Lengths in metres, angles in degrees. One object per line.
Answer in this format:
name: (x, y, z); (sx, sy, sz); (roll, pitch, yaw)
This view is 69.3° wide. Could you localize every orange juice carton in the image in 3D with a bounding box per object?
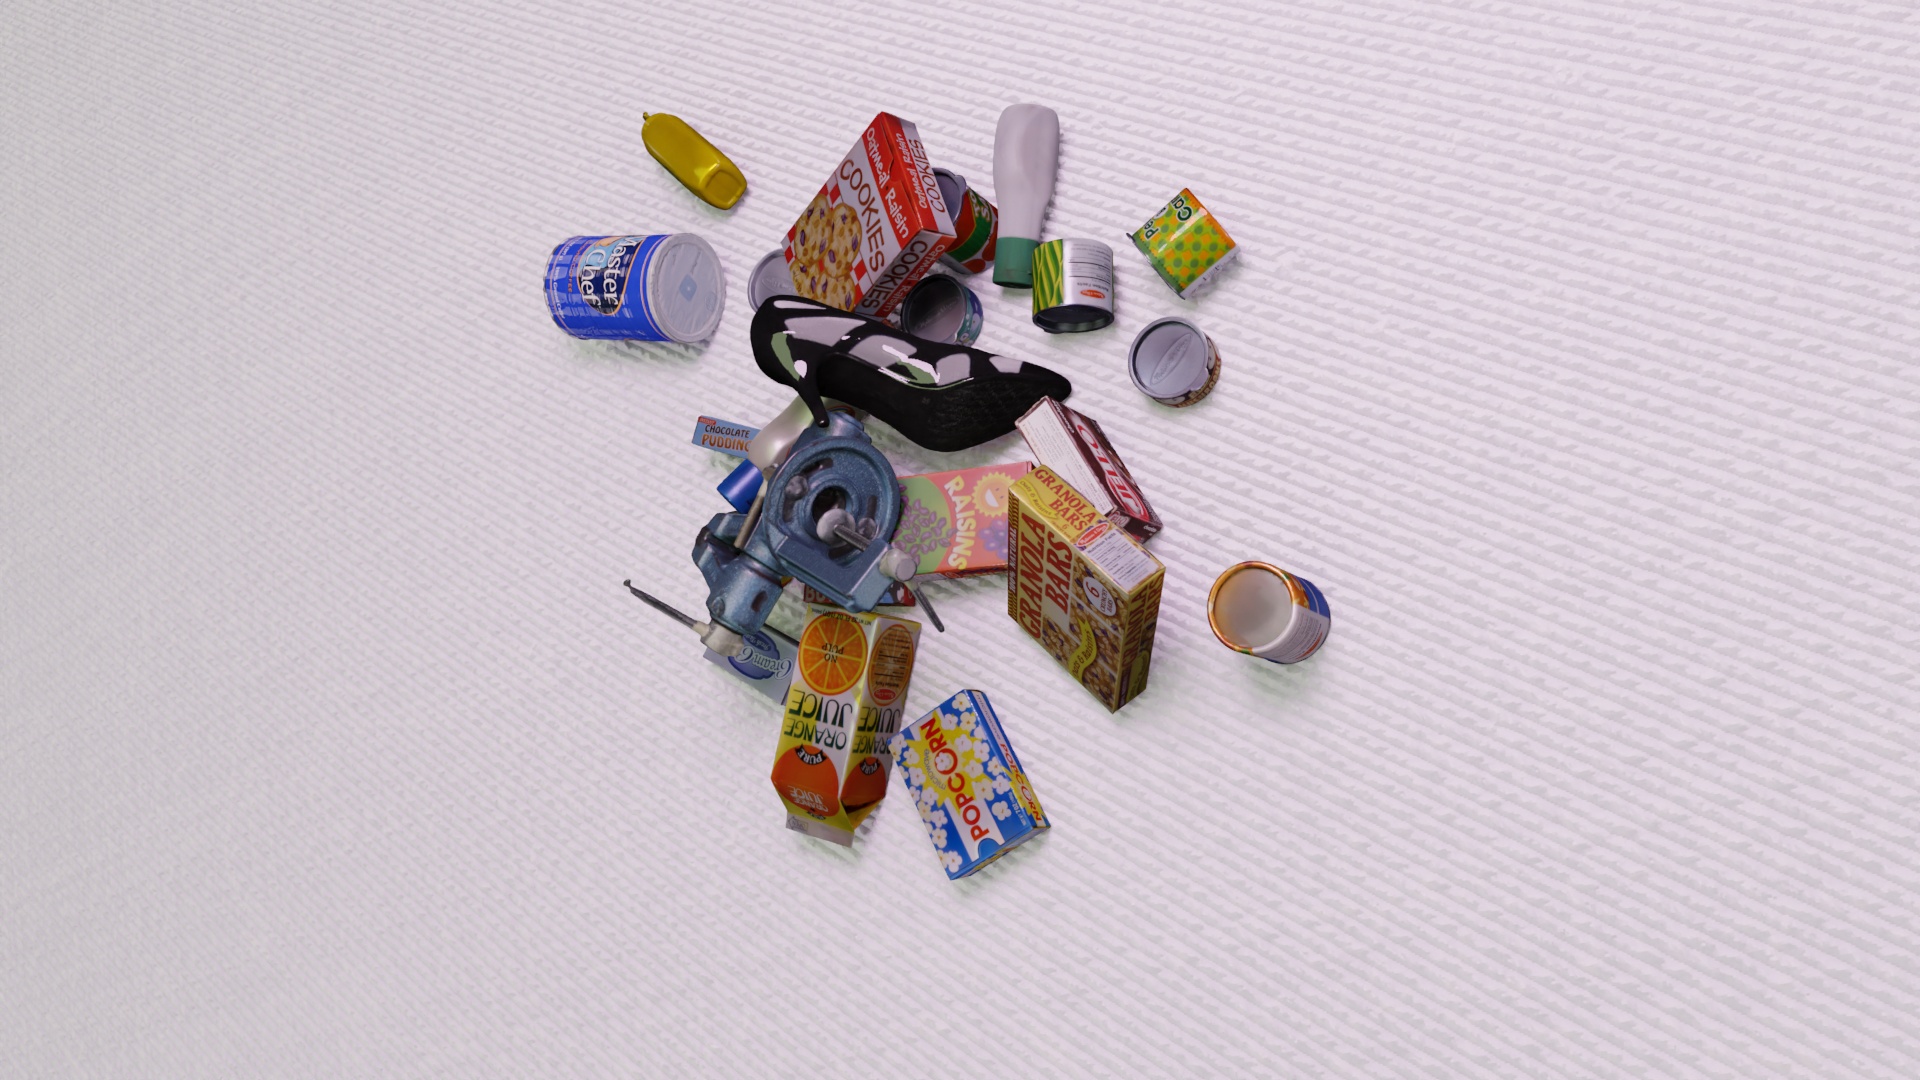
orange juice carton: (-0.098, 0.152, 1.152); (0.072, 0.073, 0.192); (10, 86, 30)

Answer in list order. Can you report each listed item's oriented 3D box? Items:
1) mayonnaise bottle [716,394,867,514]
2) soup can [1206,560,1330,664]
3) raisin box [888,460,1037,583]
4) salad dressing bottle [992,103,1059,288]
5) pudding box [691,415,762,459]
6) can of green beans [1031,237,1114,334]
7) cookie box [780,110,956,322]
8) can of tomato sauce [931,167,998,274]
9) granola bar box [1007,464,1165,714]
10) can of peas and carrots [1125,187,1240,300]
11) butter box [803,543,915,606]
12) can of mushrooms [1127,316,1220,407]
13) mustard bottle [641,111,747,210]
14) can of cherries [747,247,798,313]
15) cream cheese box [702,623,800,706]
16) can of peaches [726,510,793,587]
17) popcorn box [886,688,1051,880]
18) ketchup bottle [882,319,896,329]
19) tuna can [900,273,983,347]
mayonnaise bottle: (-0.147, -0.084, 1.207); (0.148, 0.064, 0.041); (-45, 62, -8)
soup can: (0.218, 0.050, 0.989); (0.071, 0.084, 0.071); (-6, 78, 29)
raisin box: (0.004, -0.014, 1.133); (0.123, 0.040, 0.086); (-6, 76, 15)
salad dressing bottle: (0.052, -0.287, 1.163); (0.044, 0.064, 0.147); (7, 91, 38)
pudding box: (-0.197, -0.090, 1.268); (0.084, 0.049, 0.030); (16, 90, 30)
can of green beans: (0.091, -0.205, 1.120); (0.071, 0.071, 0.058); (-6, 77, 28)
cookie box: (-0.080, -0.249, 1.150); (0.166, 0.040, 0.123); (-41, 58, 41)
can of tomato sauce: (-0.006, -0.270, 1.176); (0.071, 0.083, 0.071); (-6, 78, 28)
granola bar box: (0.089, 0.038, 1.024); (0.039, 0.164, 0.124); (-35, 60, -22)
can of peas and carrots: (0.173, -0.232, 1.077); (0.058, 0.071, 0.071); (-40, 64, 16)
butter box: (-0.086, 0.030, 1.197); (0.103, 0.024, 0.053); (-2, 79, 28)
can of mushrooms: (0.169, -0.137, 1.082); (0.071, 0.033, 0.071); (-6, 77, 28)
mustard bottle: (-0.272, -0.380, 1.360); (0.049, 0.065, 0.161); (-51, 56, 6)
can of cherries: (-0.148, -0.227, 1.262); (0.071, 0.058, 0.071); (-6, 77, 29)
cream cheese box: (-0.178, 0.102, 1.235); (0.104, 0.024, 0.053); (26, 94, 30)
can of peaches: (-0.183, 0.012, 1.236); (0.071, 0.058, 0.071); (-6, 78, 28)
popcorn box: (0.005, 0.193, 1.107); (0.085, 0.038, 0.127); (-35, 65, 18)
ketchup bottle: (-0.073, -0.165, 1.209); (0.044, 0.064, 0.149); (-22, 57, -23)
tuna can: (-0.015, -0.191, 1.195); (0.071, 0.033, 0.071); (-6, 78, 28)
